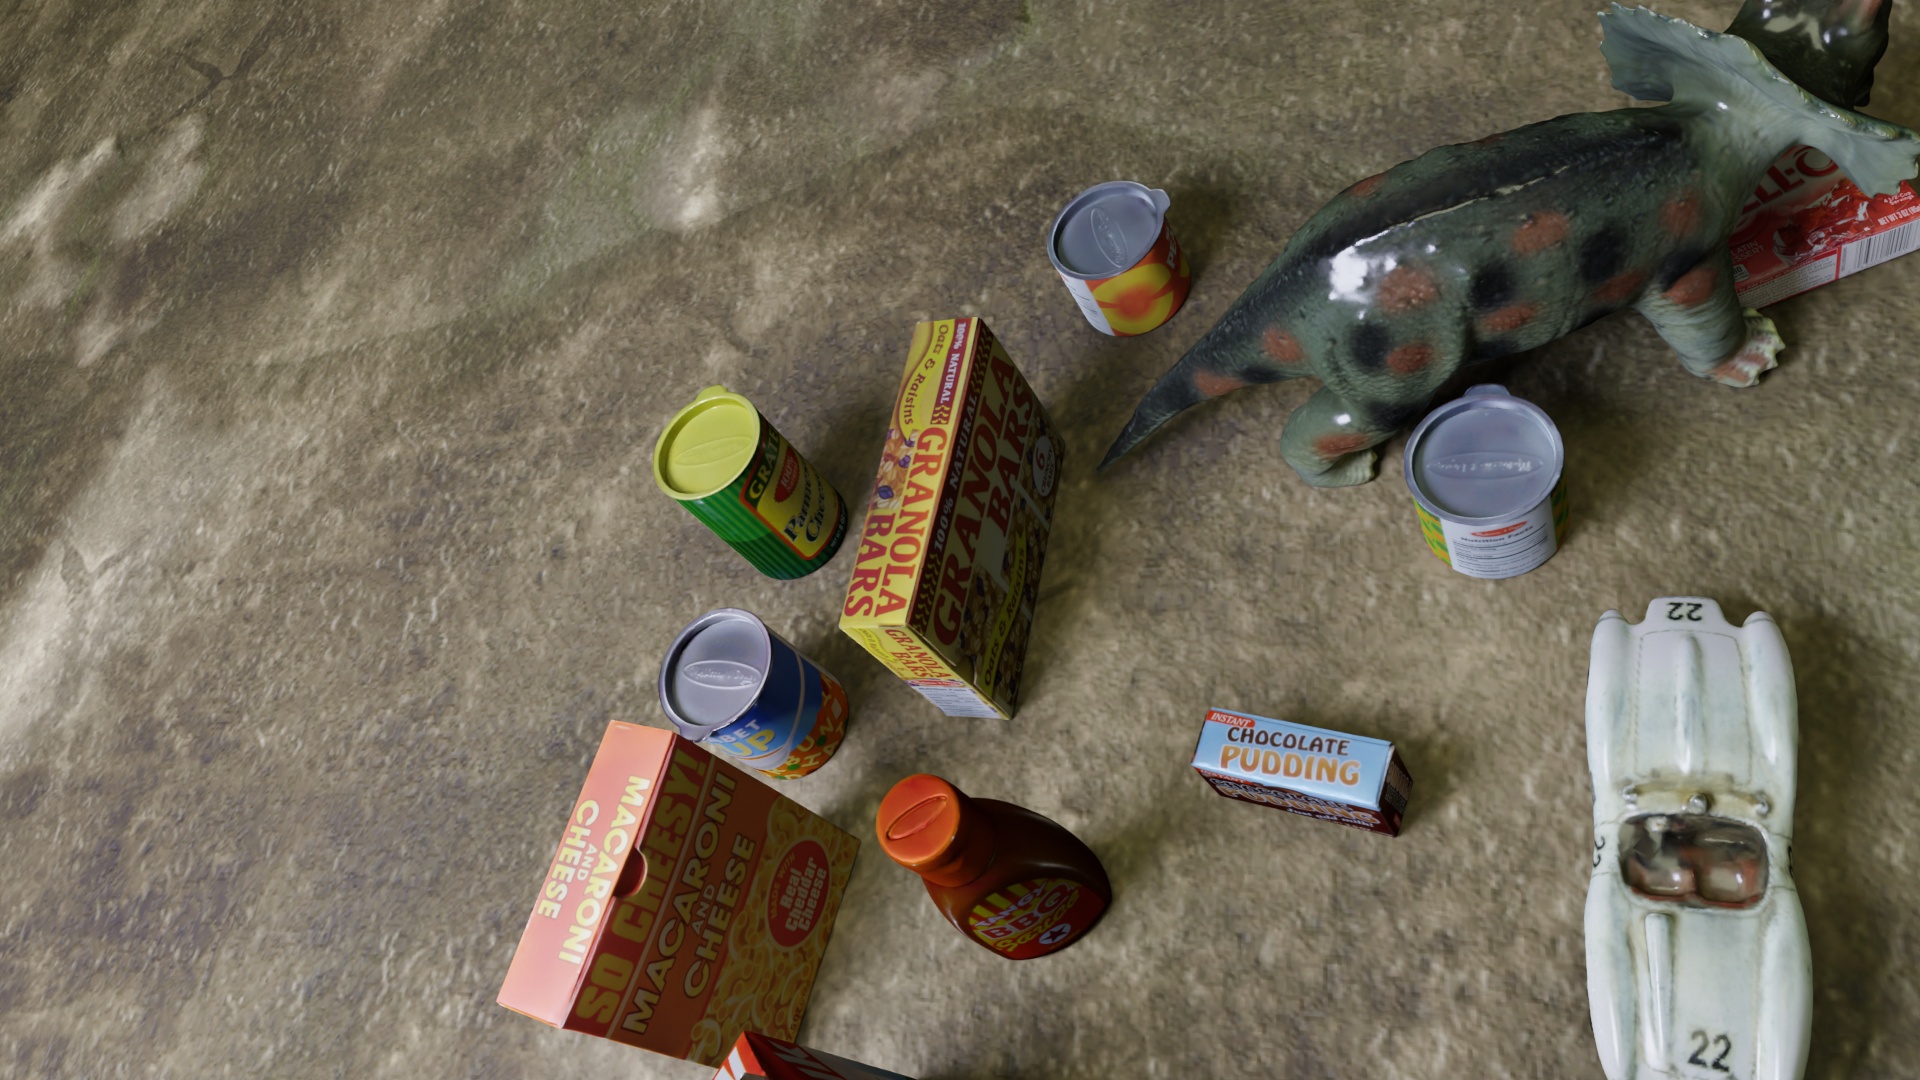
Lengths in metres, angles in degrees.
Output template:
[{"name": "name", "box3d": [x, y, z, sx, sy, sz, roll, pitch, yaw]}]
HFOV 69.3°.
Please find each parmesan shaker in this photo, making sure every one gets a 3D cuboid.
[{"name": "parmesan shaker", "box3d": [-0.114, -0.031, 0.777, 0.071, 0.103, 0.071, -12, 59, 21]}]

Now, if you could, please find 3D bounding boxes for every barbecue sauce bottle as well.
[{"name": "barbecue sauce bottle", "box3d": [0.013, 0.138, 0.590, 0.065, 0.148, 0.044, -34, 54, 6]}]

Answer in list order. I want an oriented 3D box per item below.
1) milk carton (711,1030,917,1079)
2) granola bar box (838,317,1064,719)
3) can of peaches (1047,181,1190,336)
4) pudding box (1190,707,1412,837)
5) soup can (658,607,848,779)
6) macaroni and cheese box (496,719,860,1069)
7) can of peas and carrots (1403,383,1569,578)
[{"name": "milk carton", "box3d": [-0.053, 0.247, 0.535, 0.073, 0.190, 0.072, 27, 78, 35]}, {"name": "granola bar box", "box3d": [0.002, -0.009, 0.693, 0.039, 0.124, 0.166, 0, 63, 27]}, {"name": "can of peaches", "box3d": [0.091, -0.157, 0.774, 0.071, 0.058, 0.071, -12, 59, 20]}, {"name": "pudding box", "box3d": [0.149, 0.100, 0.606, 0.084, 0.049, 0.030, 9, 68, 30]}, {"name": "soup can", "box3d": [-0.107, 0.084, 0.721, 0.071, 0.083, 0.071, -12, 59, 21]}, {"name": "macaroni and cheese box", "box3d": [-0.117, 0.167, 0.627, 0.040, 0.166, 0.124, 6, 66, 29]}, {"name": "can of peas and carrots", "box3d": [0.238, -0.026, 0.627, 0.071, 0.058, 0.071, -12, 59, 20]}]
